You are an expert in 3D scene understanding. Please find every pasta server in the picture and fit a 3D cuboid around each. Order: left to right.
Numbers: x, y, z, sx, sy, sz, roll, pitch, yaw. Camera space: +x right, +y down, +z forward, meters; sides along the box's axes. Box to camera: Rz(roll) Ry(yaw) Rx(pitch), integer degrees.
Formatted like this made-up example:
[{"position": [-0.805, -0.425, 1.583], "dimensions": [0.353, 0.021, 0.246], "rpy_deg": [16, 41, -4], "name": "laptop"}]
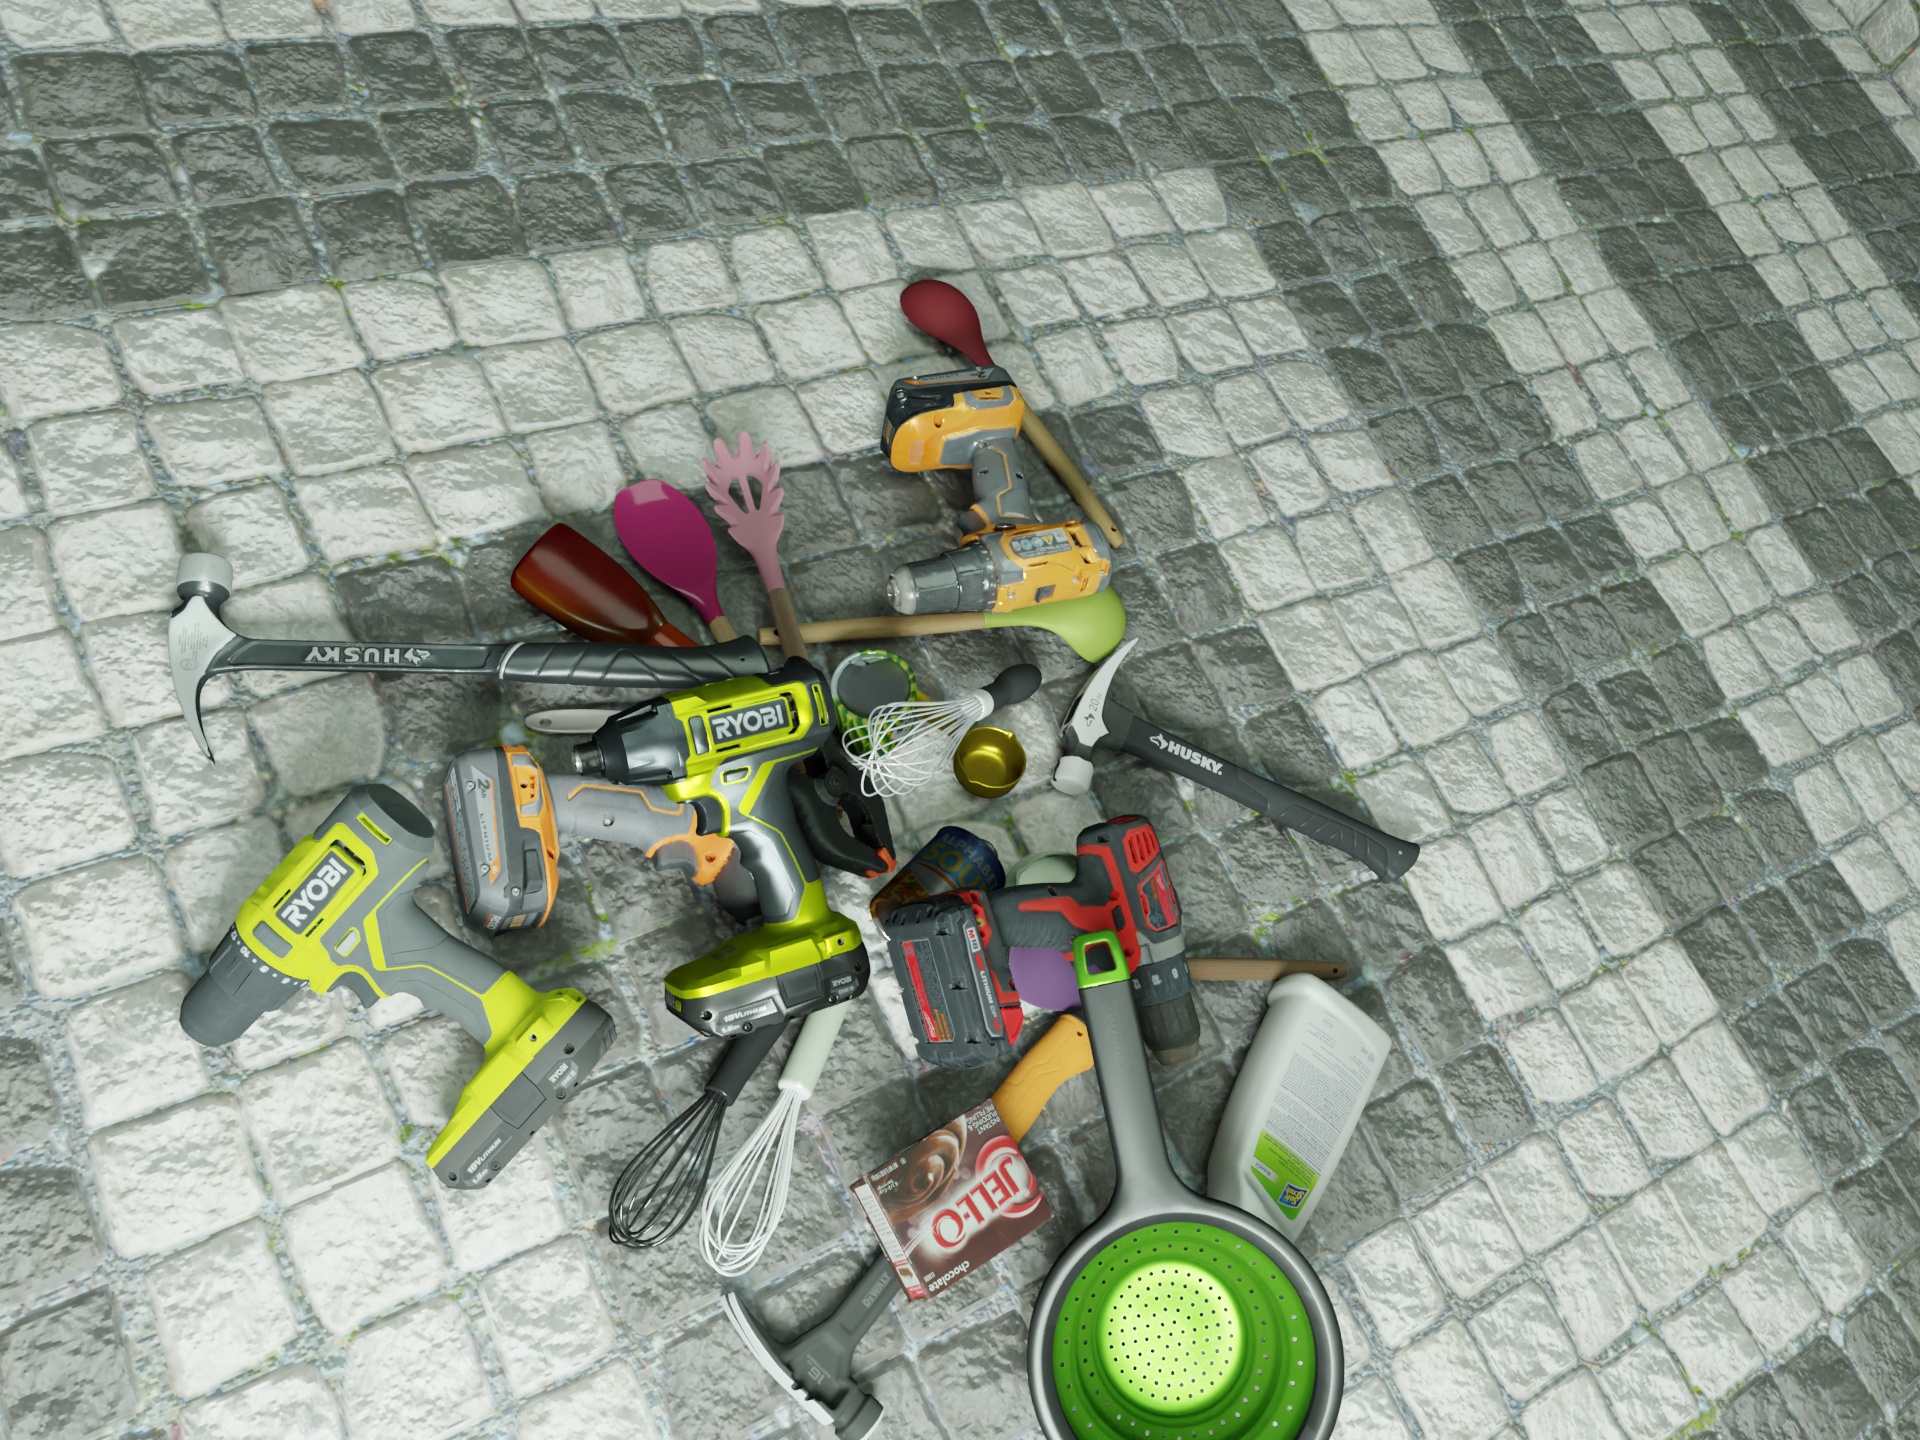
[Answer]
[{"position": [-0.136, -0.078, 1.232], "dimensions": [0.060, 0.040, 0.316], "rpy_deg": [-16, 72, -6], "name": "pasta server"}]

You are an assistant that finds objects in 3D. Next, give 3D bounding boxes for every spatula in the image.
[{"position": [0.175, 0.196, 1.243], "dimensions": [0.315, 0.018, 0.060], "rpy_deg": [4, 92, -27], "name": "spatula"}]

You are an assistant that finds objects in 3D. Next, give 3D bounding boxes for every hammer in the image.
[{"position": [-0.337, -0.039, 1.123], "dimensions": [0.408, 0.036, 0.149], "rpy_deg": [1, 66, -15], "name": "hammer"}, {"position": [-0.014, 0.322, 1.104], "dimensions": [0.127, 0.034, 0.337], "rpy_deg": [44, 57, 2], "name": "hammer"}, {"position": [0.242, 0.052, 1.344], "dimensions": [0.334, 0.035, 0.146], "rpy_deg": [24, 63, -11], "name": "hammer"}]

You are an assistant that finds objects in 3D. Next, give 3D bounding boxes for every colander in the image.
[{"position": [0.130, 0.341, 1.080], "dimensions": [0.204, 0.094, 0.397], "rpy_deg": [-11, 79, -1], "name": "colander"}]

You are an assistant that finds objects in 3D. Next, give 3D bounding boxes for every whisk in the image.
[{"position": [-0.161, 0.251, 1.071], "dimensions": [0.055, 0.055, 0.239], "rpy_deg": [35, 53, -3], "name": "whisk"}, {"position": [-0.116, 0.261, 1.089], "dimensions": [0.059, 0.058, 0.246], "rpy_deg": [52, 46, -34], "name": "whisk"}, {"position": [-0.003, -0.004, 1.209], "dimensions": [0.070, 0.070, 0.284], "rpy_deg": [50, 30, 6], "name": "whisk"}]

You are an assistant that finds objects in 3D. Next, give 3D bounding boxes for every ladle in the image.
[{"position": [-0.010, -0.076, 1.310], "dimensions": [0.320, 0.062, 0.078], "rpy_deg": [-6, 70, -18], "name": "ladle"}, {"position": [0.051, -0.283, 1.444], "dimensions": [0.069, 0.031, 0.315], "rpy_deg": [-31, 81, -31], "name": "ladle"}]

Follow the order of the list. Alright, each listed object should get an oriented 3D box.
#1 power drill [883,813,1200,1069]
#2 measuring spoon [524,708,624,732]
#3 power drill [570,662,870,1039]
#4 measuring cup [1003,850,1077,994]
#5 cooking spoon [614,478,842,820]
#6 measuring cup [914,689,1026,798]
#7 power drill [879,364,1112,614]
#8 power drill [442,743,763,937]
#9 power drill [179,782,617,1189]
[{"position": [0.074, 0.181, 1.139], "dimensions": [0.226, 0.080, 0.188], "rpy_deg": [-15, 88, -34], "name": "power drill"}, {"position": [-0.258, 0.005, 1.176], "dimensions": [0.124, 0.018, 0.034], "rpy_deg": [1, 51, -15], "name": "measuring spoon"}, {"position": [-0.153, 0.087, 1.053], "dimensions": [0.171, 0.080, 0.223], "rpy_deg": [-15, 96, -24], "name": "power drill"}, {"position": [0.043, 0.175, 1.206], "dimensions": [0.083, 0.038, 0.168], "rpy_deg": [37, 73, -19], "name": "measuring cup"}, {"position": [-0.177, -0.056, 1.236], "dimensions": [0.069, 0.017, 0.319], "rpy_deg": [-27, 77, -25], "name": "cooking spoon"}, {"position": [-0.018, 0.007, 1.273], "dimensions": [0.156, 0.029, 0.062], "rpy_deg": [35, 55, 11], "name": "measuring cup"}, {"position": [0.001, -0.182, 1.315], "dimensions": [0.185, 0.084, 0.226], "rpy_deg": [-13, 60, -19], "name": "power drill"}, {"position": [-0.230, 0.087, 1.106], "dimensions": [0.226, 0.084, 0.164], "rpy_deg": [-5, 67, -29], "name": "power drill"}, {"position": [-0.349, 0.178, 0.984], "dimensions": [0.228, 0.080, 0.190], "rpy_deg": [42, 92, -3], "name": "power drill"}]
